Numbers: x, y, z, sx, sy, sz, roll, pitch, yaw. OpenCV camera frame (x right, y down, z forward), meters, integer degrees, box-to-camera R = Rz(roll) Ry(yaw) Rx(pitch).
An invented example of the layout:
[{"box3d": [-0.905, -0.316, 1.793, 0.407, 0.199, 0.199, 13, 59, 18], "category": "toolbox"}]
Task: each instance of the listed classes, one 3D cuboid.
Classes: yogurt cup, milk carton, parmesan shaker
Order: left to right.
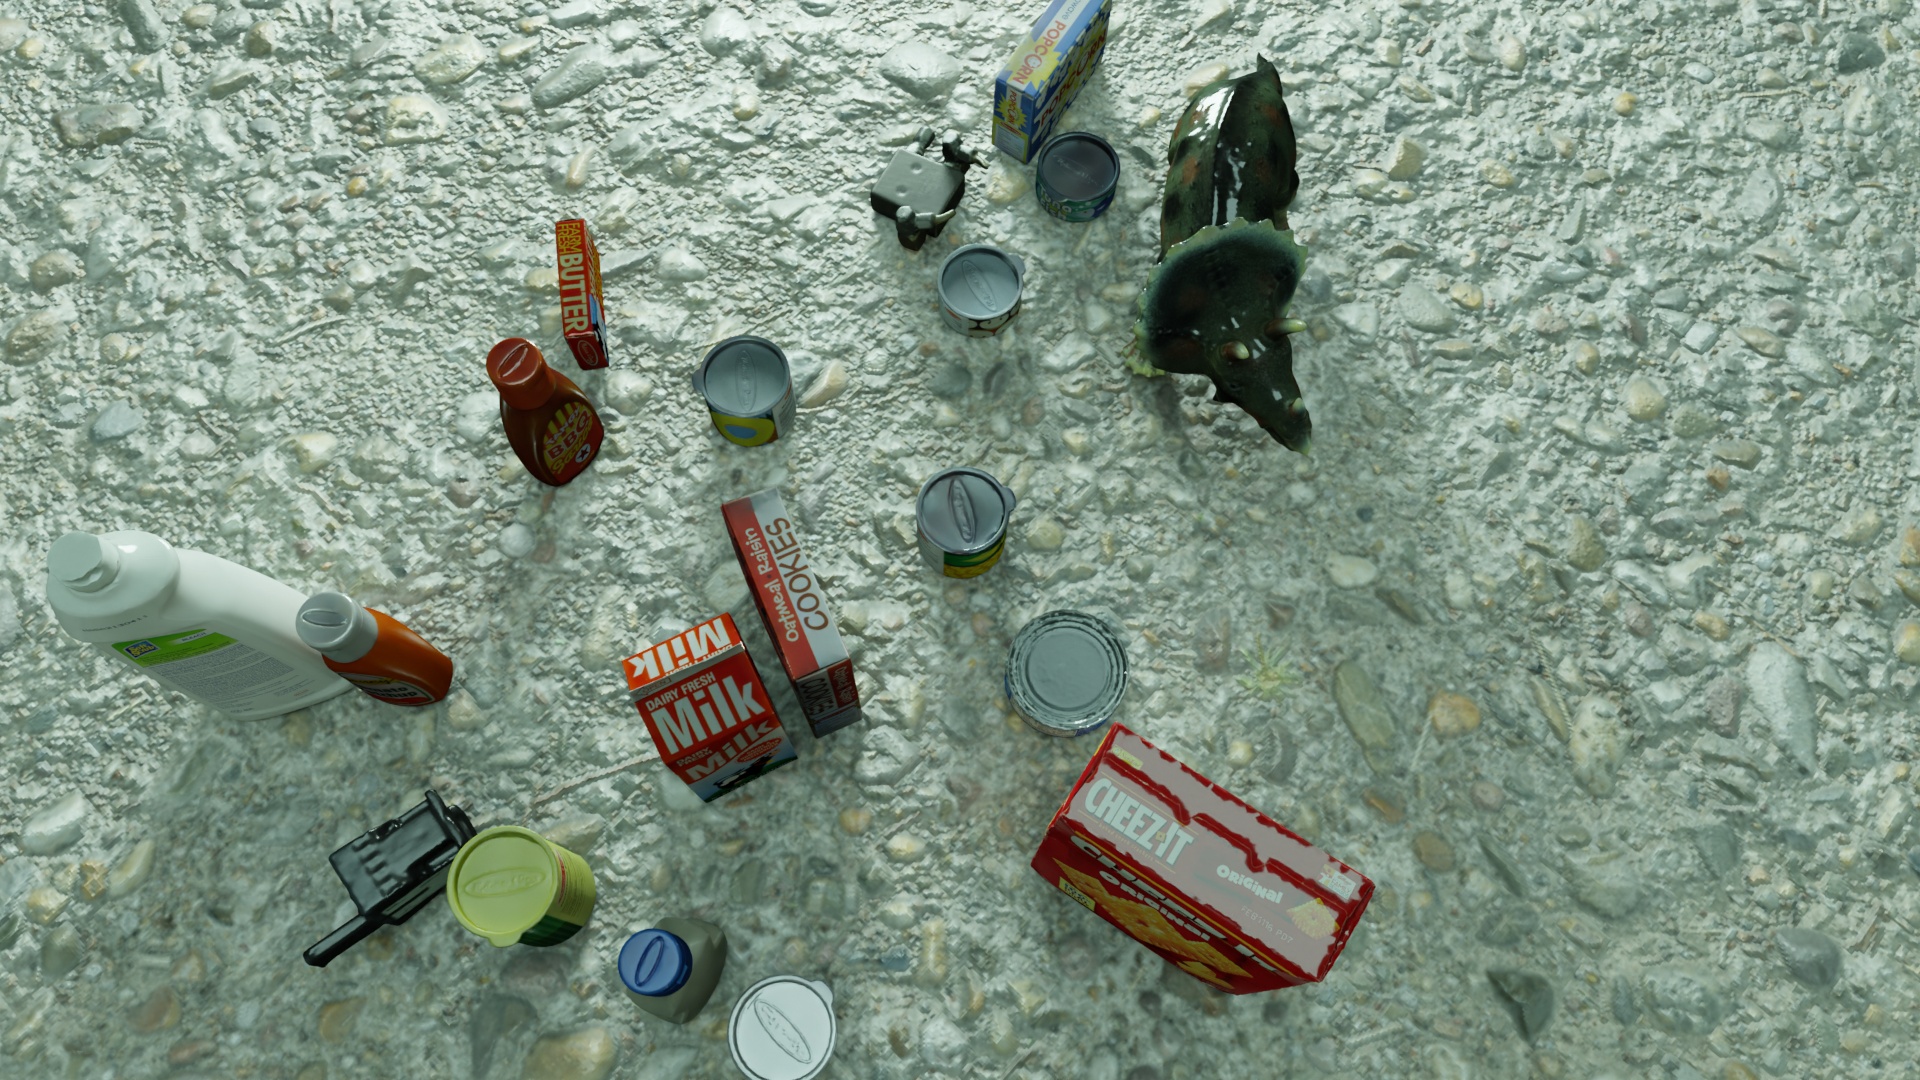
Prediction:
[{"box3d": [-0.274, 0.223, 0.876, 0.071, 0.102, 0.071, 1, 70, -1], "category": "parmesan shaker"}, {"box3d": [-0.158, 0.104, 0.877, 0.072, 0.190, 0.073, -25, 73, -10], "category": "milk carton"}, {"box3d": [-0.110, 0.309, 0.875, 0.072, 0.053, 0.072, 1, 70, -1], "category": "yogurt cup"}]

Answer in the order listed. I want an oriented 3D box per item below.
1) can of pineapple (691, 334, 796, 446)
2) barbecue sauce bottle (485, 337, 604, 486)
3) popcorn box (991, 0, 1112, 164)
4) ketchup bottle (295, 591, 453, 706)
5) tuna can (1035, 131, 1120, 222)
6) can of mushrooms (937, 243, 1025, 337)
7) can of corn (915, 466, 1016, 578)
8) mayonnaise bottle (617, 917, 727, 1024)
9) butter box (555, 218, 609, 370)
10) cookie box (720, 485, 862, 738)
[{"box3d": [-0.158, -0.110, 1.027, 0.071, 0.057, 0.071, 1, 70, -1], "category": "can of pineapple"}, {"box3d": [-0.292, -0.092, 0.968, 0.044, 0.148, 0.065, 32, 73, 10], "category": "barbecue sauce bottle"}, {"box3d": [0.073, -0.380, 1.119, 0.038, 0.085, 0.127, 30, 72, 9], "category": "popcorn box"}, {"box3d": [-0.384, 0.071, 0.905, 0.065, 0.148, 0.044, 6, 70, 1], "category": "ketchup bottle"}, {"box3d": [0.092, -0.289, 1.113, 0.071, 0.032, 0.071, 1, 70, -1], "category": "tuna can"}, {"box3d": [0.017, -0.194, 1.075, 0.071, 0.033, 0.071, 1, 70, -1], "category": "can of mushrooms"}, {"box3d": [0.004, -0.012, 0.995, 0.071, 0.058, 0.071, 1, 70, -1], "category": "can of corn"}, {"box3d": [-0.175, 0.258, 0.842, 0.041, 0.147, 0.065, 21, 71, 6], "category": "mayonnaise bottle"}, {"box3d": [-0.287, -0.187, 1.054, 0.024, 0.053, 0.104, -9, 70, -4], "category": "butter box"}, {"box3d": [-0.109, 0.052, 0.910, 0.040, 0.167, 0.123, -23, 72, -9], "category": "cookie box"}]
